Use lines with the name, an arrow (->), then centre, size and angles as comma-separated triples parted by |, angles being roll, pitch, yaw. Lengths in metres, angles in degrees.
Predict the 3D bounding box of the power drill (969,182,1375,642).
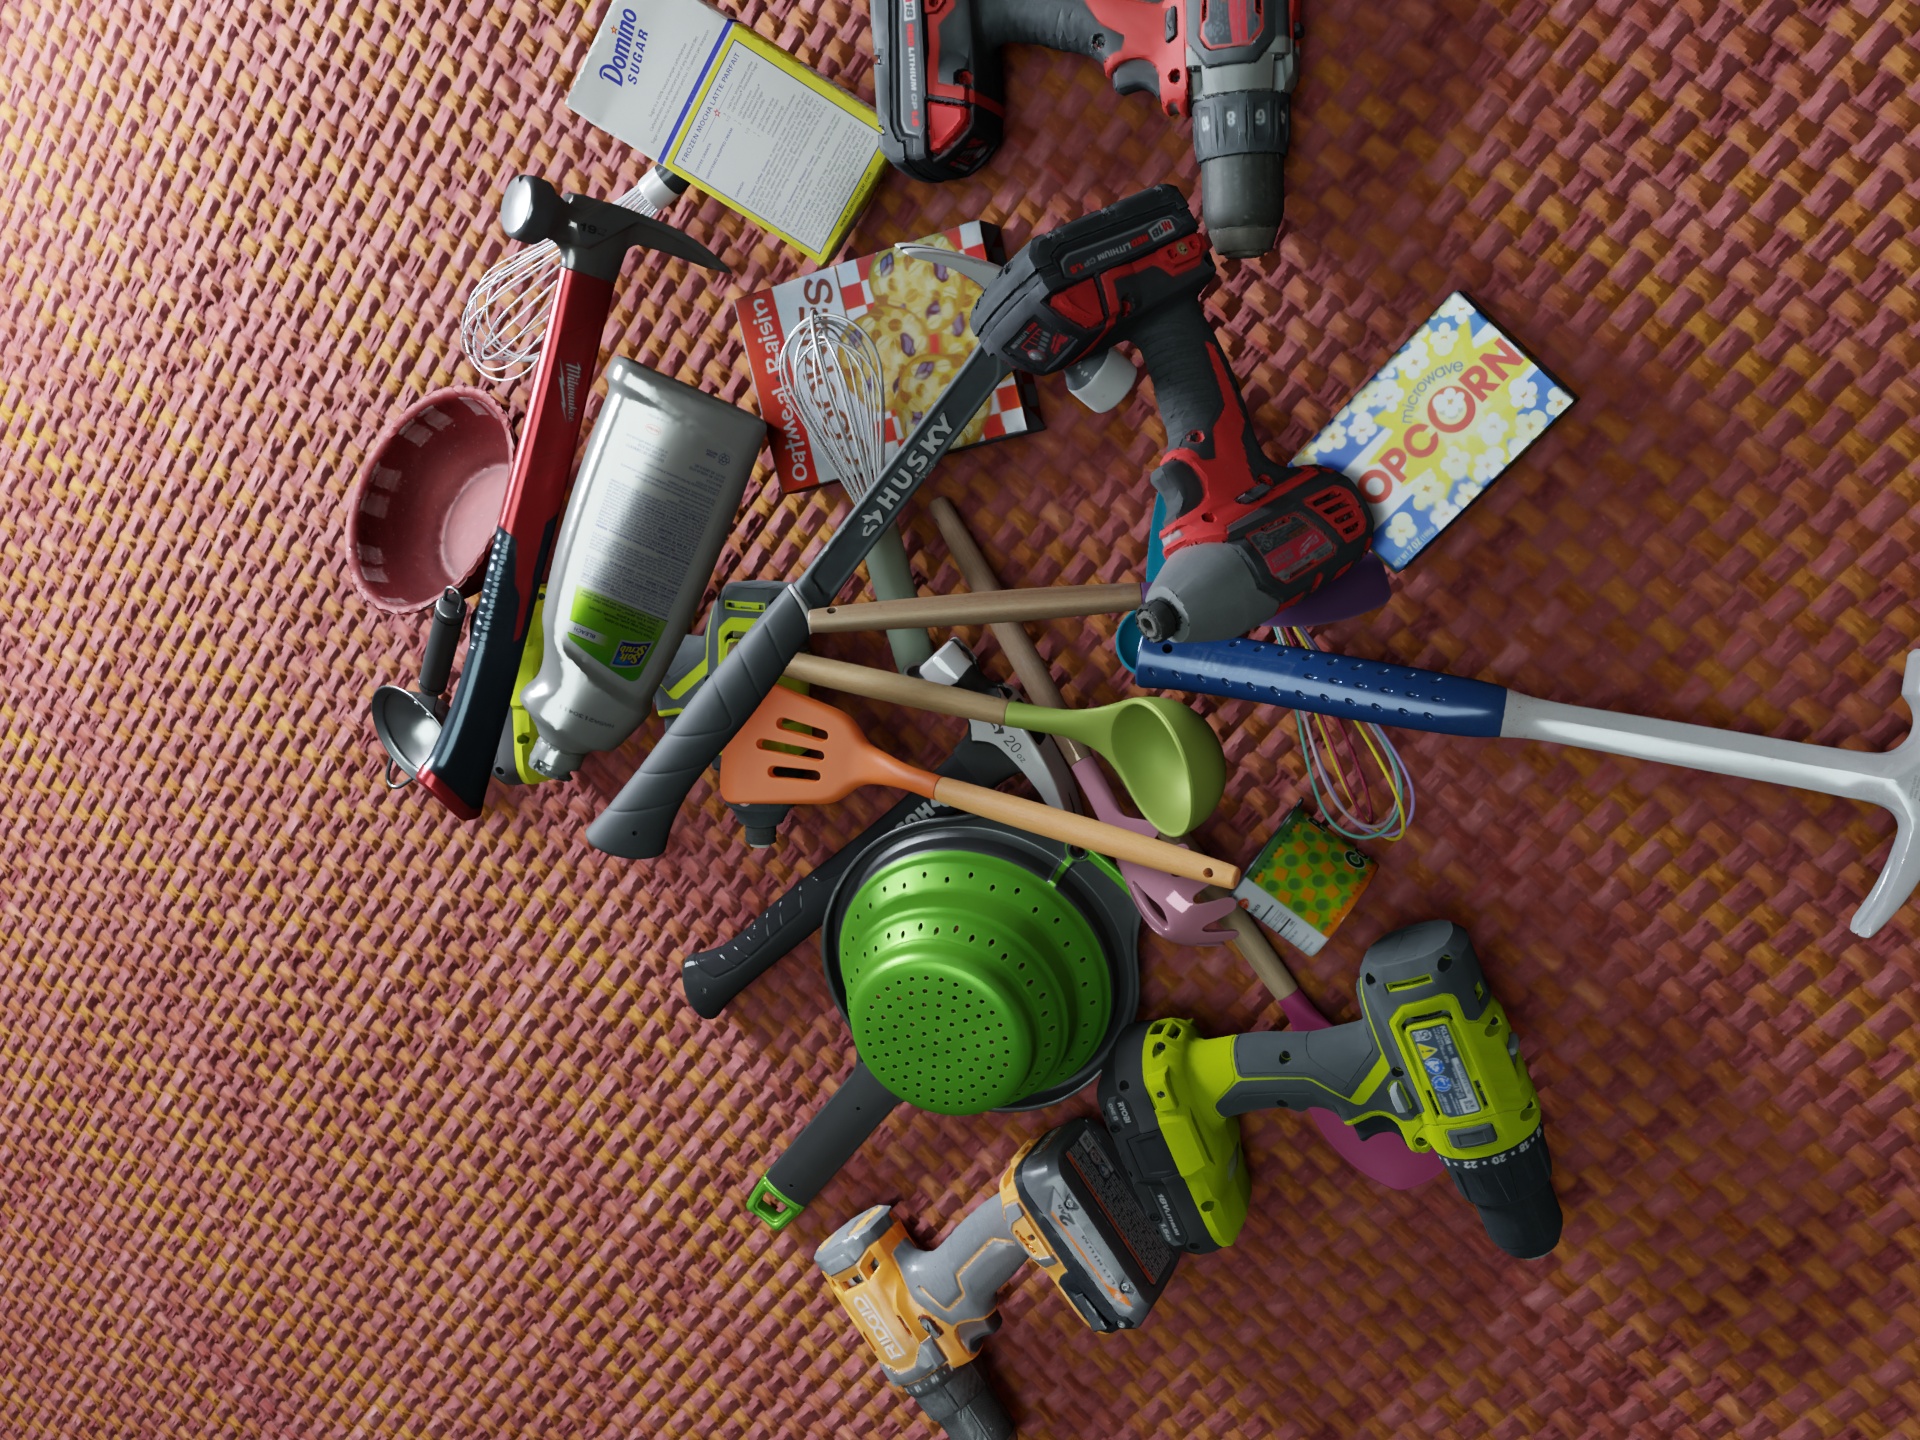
power drill -> 0.106, -0.147, 0.812 | 0.219, 0.143, 0.078 | 59, 154, 0

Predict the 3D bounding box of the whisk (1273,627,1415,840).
whisk -> 0.186, -0.042, 0.895 | 0.051, 0.047, 0.245 | -27, 85, 13

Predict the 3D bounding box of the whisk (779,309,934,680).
whisk -> -0.052, -0.123, 0.940 | 0.058, 0.059, 0.246 | -12, 119, 6

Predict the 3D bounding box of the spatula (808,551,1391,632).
spatula -> 0.073, -0.064, 0.867 | 0.316, 0.060, 0.018 | -3, 135, 5

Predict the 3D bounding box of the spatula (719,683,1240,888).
spatula -> 0.005, 0.047, 0.919 | 0.323, 0.041, 0.081 | 15, 99, 26

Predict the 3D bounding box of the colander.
colander -> -0.044, 0.225, 0.996 | 0.204, 0.094, 0.397 | 37, 119, 0

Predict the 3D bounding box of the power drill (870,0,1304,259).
power drill -> 0.072, -0.341, 0.864 | 0.227, 0.080, 0.188 | 1, 101, 20

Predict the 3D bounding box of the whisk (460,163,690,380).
whisk -> -0.213, -0.315, 1.001 | 0.284, 0.070, 0.070 | -35, 86, 19

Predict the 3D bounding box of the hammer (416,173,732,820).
hammer -> -0.253, -0.123, 0.983 | 0.038, 0.143, 0.386 | 26, 104, 44

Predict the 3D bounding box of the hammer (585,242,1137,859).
hammer -> -0.082, -0.081, 0.896 | 0.149, 0.036, 0.409 | 34, 102, -26

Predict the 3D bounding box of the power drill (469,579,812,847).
power drill -> -0.206, -0.010, 1.048 | 0.223, 0.080, 0.171 | 6, 102, 19

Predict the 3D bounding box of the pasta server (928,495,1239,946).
pasta server -> 0.065, -0.002, 0.939 | 0.316, 0.040, 0.060 | 61, 158, 14

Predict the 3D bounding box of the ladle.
ladle -> -0.001, -0.003, 0.911 | 0.320, 0.062, 0.078 | 13, 128, 22

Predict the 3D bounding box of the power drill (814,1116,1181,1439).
power drill -> 0.032, 0.375, 1.023 | 0.226, 0.084, 0.185 | -36, 86, 29

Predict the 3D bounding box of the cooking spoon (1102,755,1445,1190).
cooking spoon -> 0.180, 0.141, 0.944 | 0.068, 0.017, 0.319 | -38, 85, 31

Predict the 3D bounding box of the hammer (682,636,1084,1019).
hammer -> -0.066, 0.100, 1.025 | 0.334, 0.035, 0.146 | -41, 93, 27

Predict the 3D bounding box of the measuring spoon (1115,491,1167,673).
measuring spoon -> 0.120, -0.089, 0.928 | 0.042, 0.021, 0.128 | 11, 96, 22

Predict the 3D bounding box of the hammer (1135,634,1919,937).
hammer -> 0.291, 0.004, 0.824 | 0.405, 0.035, 0.144 | 11, 91, 16

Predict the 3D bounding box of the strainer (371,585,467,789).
strainer -> -0.358, -0.023, 1.086 | 0.087, 0.050, 0.258 | 44, 144, 3

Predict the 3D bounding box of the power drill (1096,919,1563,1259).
power drill -> 0.211, 0.229, 0.901 | 0.228, 0.080, 0.190 | -20, 99, 27
